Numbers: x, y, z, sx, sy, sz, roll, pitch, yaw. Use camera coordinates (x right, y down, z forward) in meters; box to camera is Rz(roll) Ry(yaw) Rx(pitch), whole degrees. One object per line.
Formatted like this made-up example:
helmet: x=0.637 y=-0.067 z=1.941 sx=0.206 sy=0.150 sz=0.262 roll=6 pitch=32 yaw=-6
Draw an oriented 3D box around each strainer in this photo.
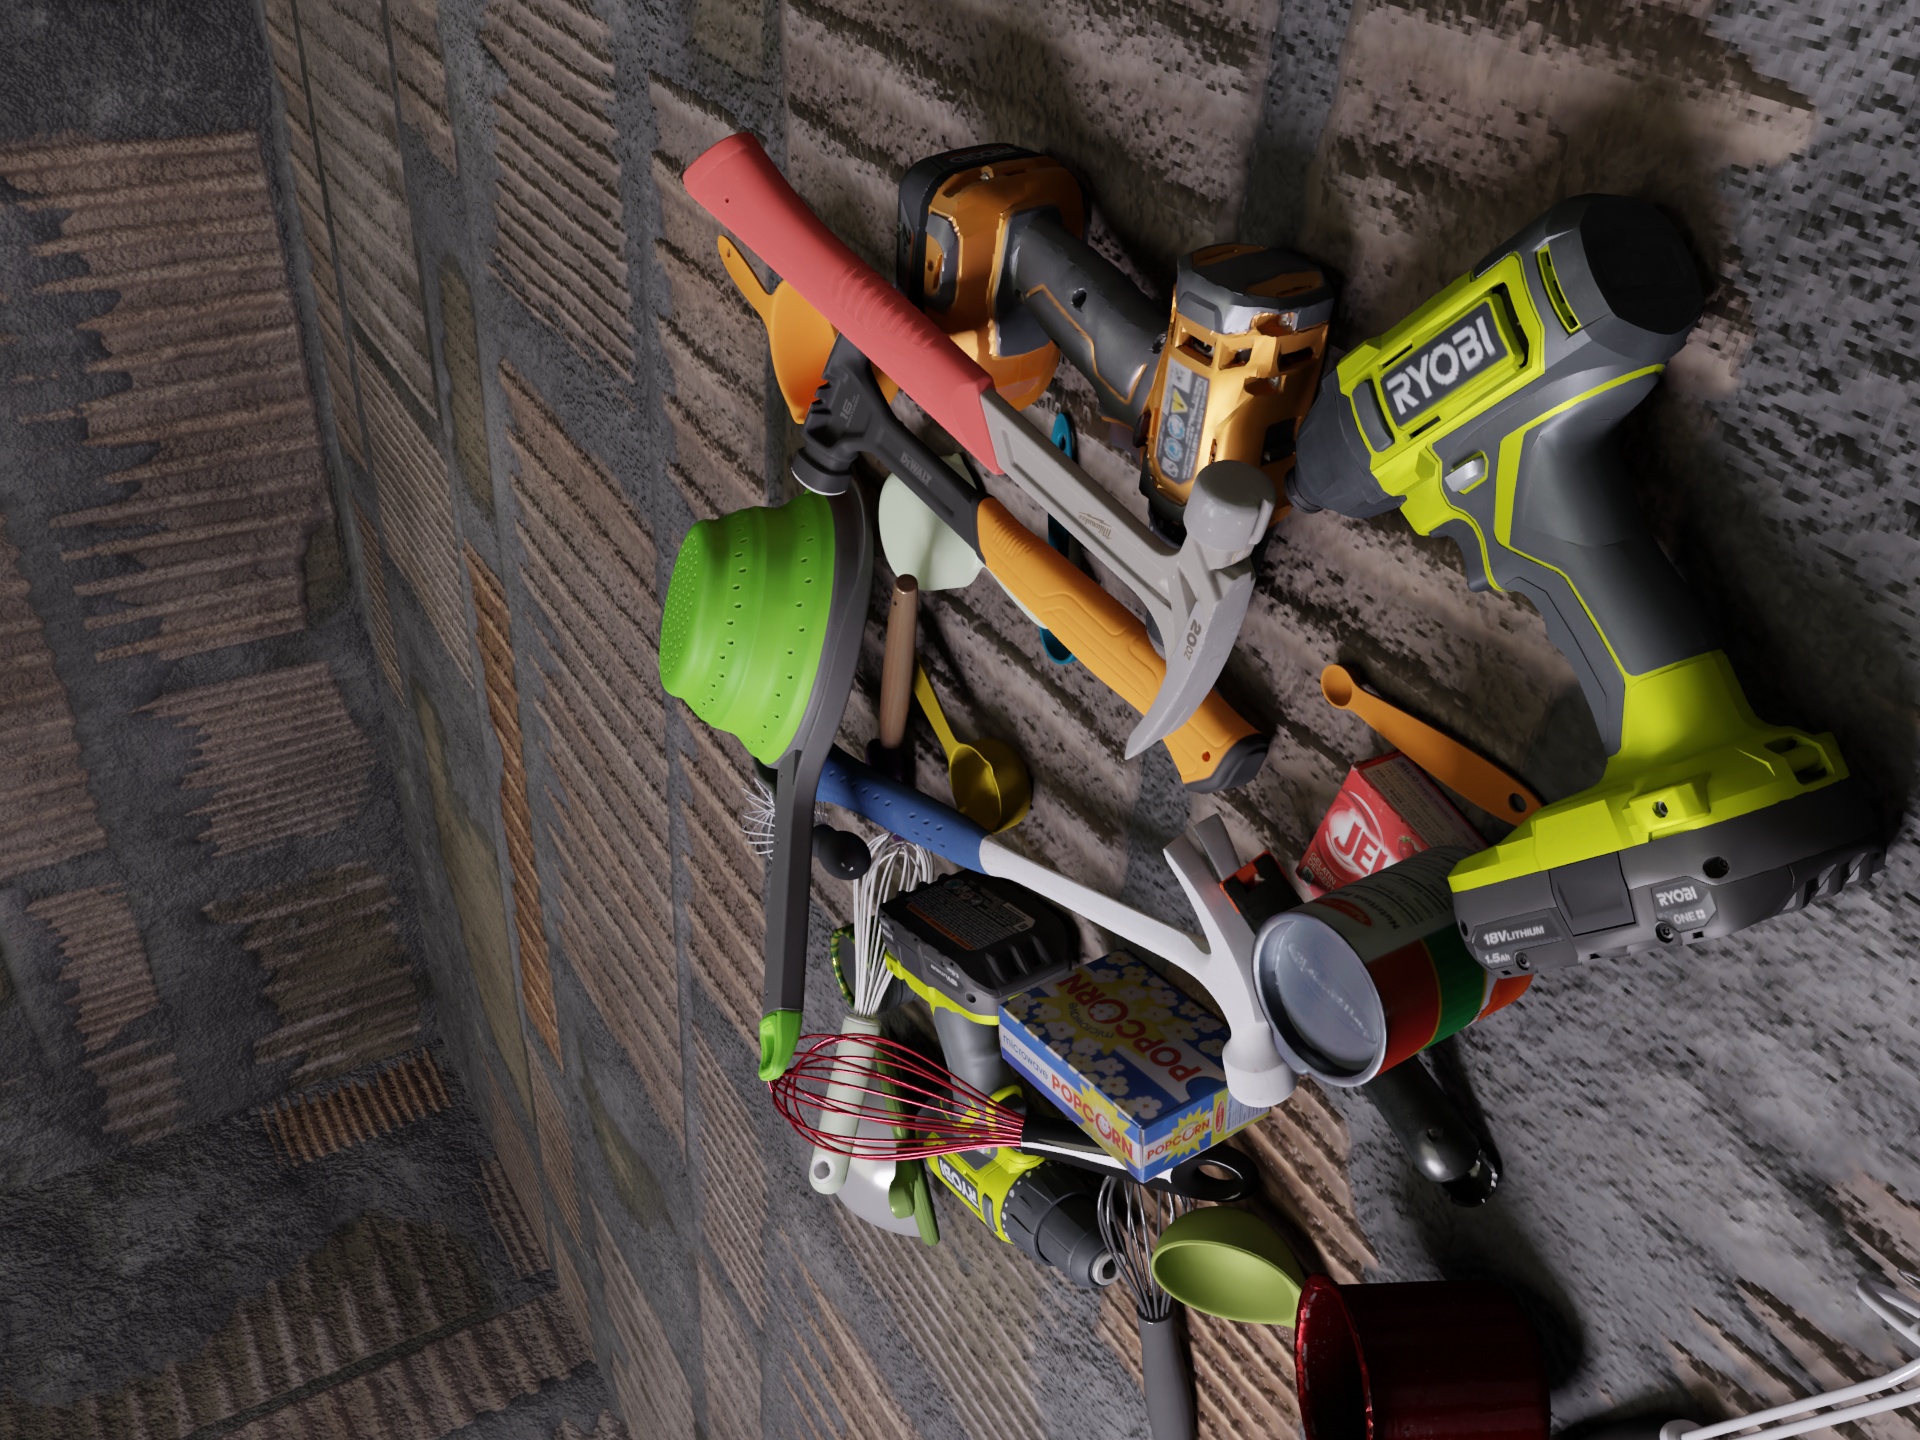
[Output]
strainer: x=-0.063 y=0.307 z=1.095 sx=0.256 sy=0.069 sz=0.151 roll=119 pitch=137 yaw=-87

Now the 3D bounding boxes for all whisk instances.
whisk: x=0.116 y=0.345 z=0.926 sx=0.055 sy=0.055 sz=0.238 roll=26 pitch=132 yaw=54
whisk: x=0.019 y=0.225 z=0.884 sx=0.296 sy=0.073 sz=0.073 roll=6 pitch=115 yaw=23
whisk: x=-0.062 y=0.189 z=1.044 sx=0.058 sy=0.059 sz=0.246 roll=12 pitch=88 yaw=27
whisk: x=-0.104 y=0.078 z=1.104 sx=0.285 sy=0.070 sz=0.070 roll=-166 pitch=62 yaw=-72

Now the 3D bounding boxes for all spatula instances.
spatula: x=-0.042 y=-0.002 z=0.981 sx=0.060 sy=0.018 sz=0.315 roll=60 pitch=163 yaw=21

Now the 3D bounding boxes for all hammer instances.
hammer: x=0.023 y=0.073 z=0.885 sx=0.406 sy=0.035 sz=0.144 roll=22 pitch=134 yaw=52
hammer: x=-0.010 y=-0.146 z=0.712 sx=0.359 sy=0.036 sz=0.149 roll=46 pitch=145 yaw=25
hammer: x=0.032 y=-0.088 z=0.797 sx=0.337 sy=0.034 sz=0.127 roll=47 pitch=127 yaw=30

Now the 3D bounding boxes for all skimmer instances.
skimmer: x=0.276 y=0.261 z=0.535 sx=0.127 sy=0.090 sz=0.363 roll=33 pitch=145 yaw=6

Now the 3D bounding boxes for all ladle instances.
ladle: x=0.209 y=0.356 z=0.749 sx=0.320 sy=0.062 sz=0.078 roll=45 pitch=152 yaw=37

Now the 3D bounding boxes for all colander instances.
colander: x=-0.133 y=0.012 z=0.960 sx=0.204 sy=0.094 sz=0.397 roll=139 pitch=137 yaw=-59

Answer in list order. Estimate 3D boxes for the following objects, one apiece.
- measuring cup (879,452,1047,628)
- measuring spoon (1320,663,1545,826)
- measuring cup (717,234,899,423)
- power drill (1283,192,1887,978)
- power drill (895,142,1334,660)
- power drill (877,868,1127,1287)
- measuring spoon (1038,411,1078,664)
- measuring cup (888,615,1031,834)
measuring cup: x=-0.001 y=-0.089 z=0.874 sx=0.168 sy=0.038 sz=0.083 roll=-130 pitch=37 yaw=-50
measuring spoon: x=0.190 y=0.009 z=0.638 sx=0.117 sy=0.011 sz=0.021 roll=41 pitch=139 yaw=40
measuring cup: x=-0.091 y=-0.247 z=0.956 sx=0.174 sy=0.052 sz=0.095 roll=55 pitch=147 yaw=34
power drill: x=0.195 y=-0.035 z=0.537 sx=0.171 sy=0.080 sz=0.223 roll=-34 pitch=71 yaw=60
power drill: x=0.062 y=-0.143 z=0.714 sx=0.226 sy=0.084 sz=0.185 roll=41 pitch=141 yaw=38
power drill: x=0.028 y=0.223 z=0.981 sx=0.191 sy=0.080 sz=0.228 roll=26 pitch=130 yaw=56
measuring spoon: x=0.059 y=-0.093 z=0.816 sx=0.042 sy=0.021 sz=0.128 roll=-155 pitch=63 yaw=-62
measuring cup: x=-0.002 y=-0.003 z=0.959 sx=0.157 sy=0.029 sz=0.062 roll=63 pitch=151 yaw=23
